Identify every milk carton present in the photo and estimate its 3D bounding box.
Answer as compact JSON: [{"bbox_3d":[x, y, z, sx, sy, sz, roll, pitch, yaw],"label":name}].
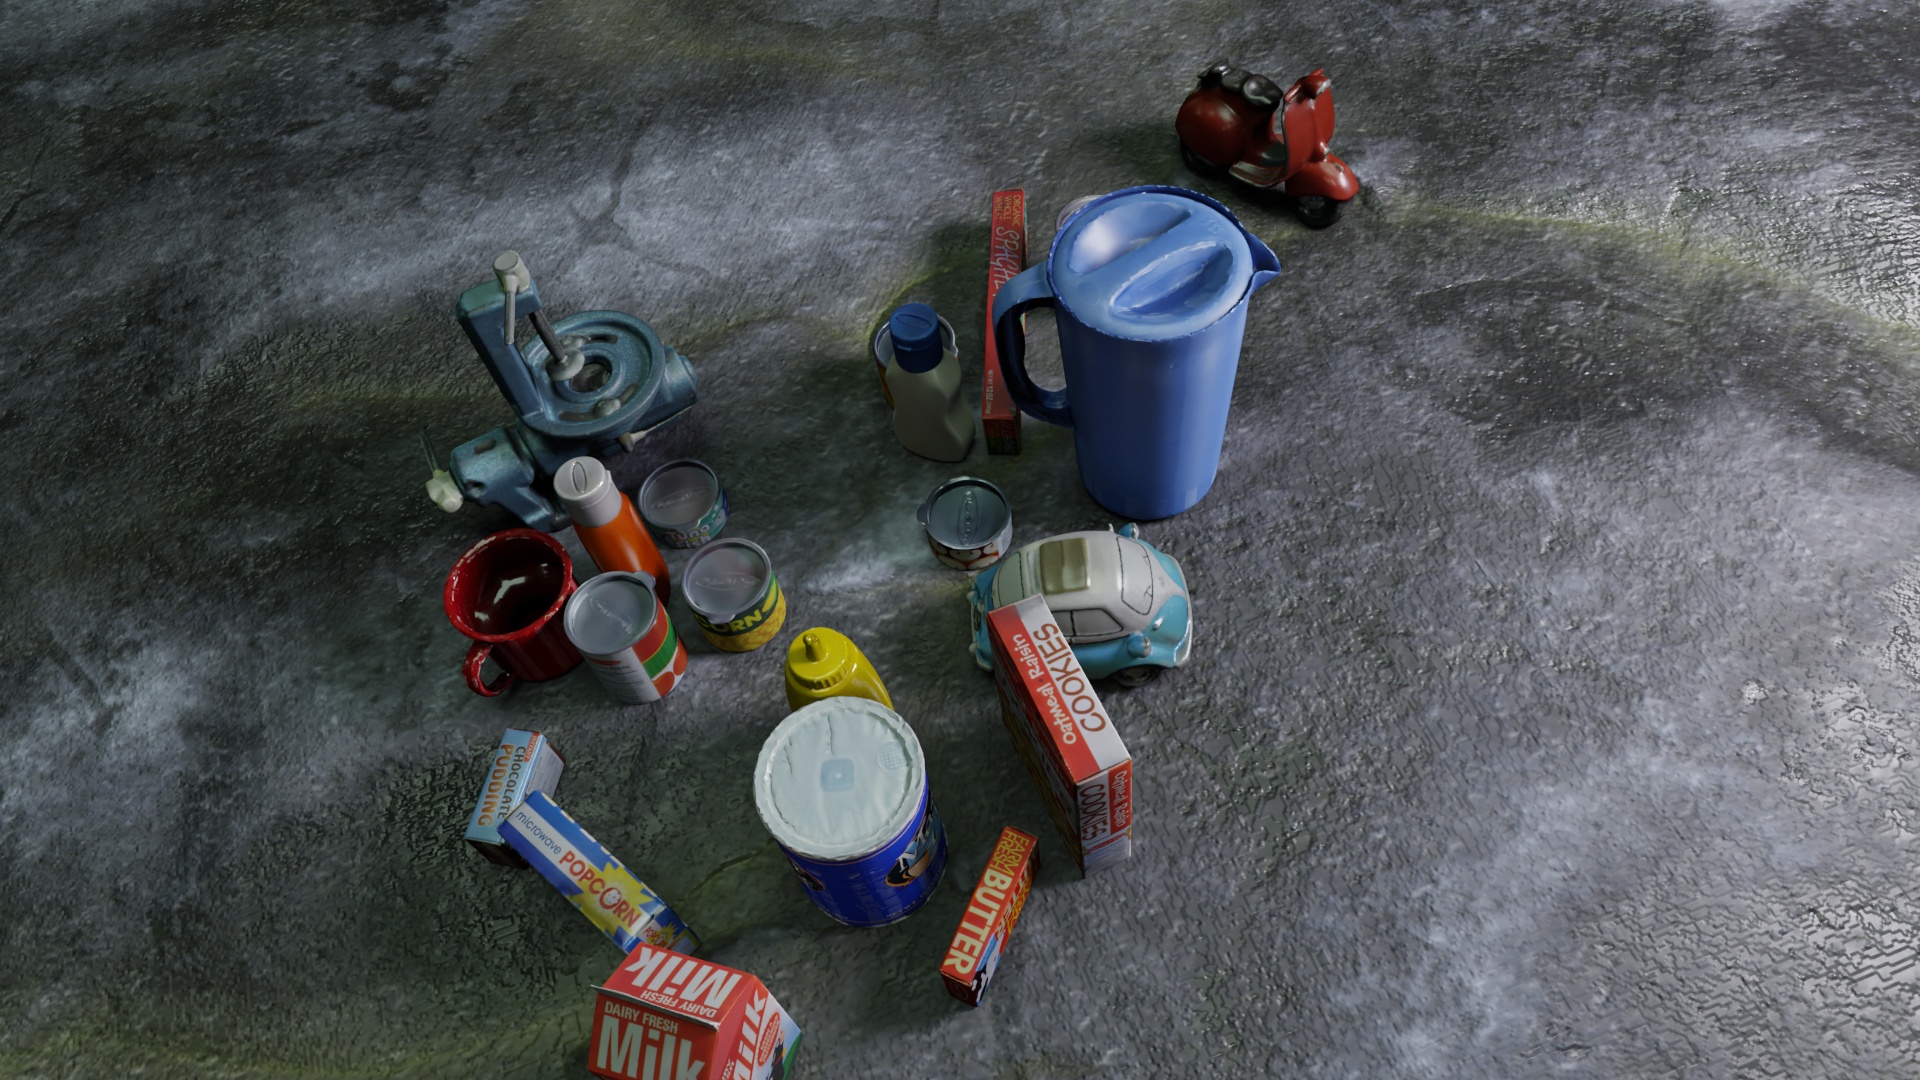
[{"bbox_3d":[-0.149,0.285,0.786,0.072,0.189,0.074,11,60,13],"label":"milk carton"}]

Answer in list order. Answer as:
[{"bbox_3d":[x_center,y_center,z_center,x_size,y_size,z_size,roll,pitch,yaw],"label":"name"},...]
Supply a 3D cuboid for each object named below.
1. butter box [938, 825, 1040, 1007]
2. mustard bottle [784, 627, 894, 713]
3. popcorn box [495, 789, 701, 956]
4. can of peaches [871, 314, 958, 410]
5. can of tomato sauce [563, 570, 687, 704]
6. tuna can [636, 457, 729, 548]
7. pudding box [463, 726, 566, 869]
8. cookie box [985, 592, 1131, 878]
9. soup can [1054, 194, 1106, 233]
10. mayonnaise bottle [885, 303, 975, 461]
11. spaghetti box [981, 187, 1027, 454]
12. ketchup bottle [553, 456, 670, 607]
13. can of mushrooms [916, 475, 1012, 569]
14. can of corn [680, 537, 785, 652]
[{"bbox_3d":[0.020,0.237,0.879,0.024,0.053,0.104,19,62,17],"label":"butter box"},{"bbox_3d":[-0.084,0.096,0.917,0.065,0.159,0.049,-30,60,-12],"label":"mustard bottle"},{"bbox_3d":[-0.233,0.223,0.897,0.127,0.084,0.038,34,67,24],"label":"popcorn box"},{"bbox_3d":[-0.032,-0.141,1.121,0.071,0.057,0.071,-3,58,5],"label":"can of peaches"},{"bbox_3d":[-0.237,0.069,0.996,0.071,0.082,0.071,-3,58,5],"label":"can of tomato sauce"},{"bbox_3d":[-0.215,-0.027,1.084,0.071,0.032,0.071,-3,58,5],"label":"tuna can"},{"bbox_3d":[-0.305,0.177,0.955,0.030,0.049,0.084,6,59,10],"label":"pudding box"},{"bbox_3d":[0.063,0.127,0.876,0.040,0.166,0.123,-23,58,-8],"label":"cookie box"},{"bbox_3d":[0.113,-0.230,1.146,0.071,0.083,0.071,-3,58,5],"label":"soup can"},{"bbox_3d":[-0.026,-0.118,1.053,0.065,0.147,0.041,17,62,17],"label":"mayonnaise bottle"},{"bbox_3d":[0.038,-0.185,1.146,0.029,0.050,0.251,-1,58,6],"label":"spaghetti box"},{"bbox_3d":[-0.251,-0.005,1.006,0.043,0.148,0.065,-18,58,-5],"label":"ketchup bottle"},{"bbox_3d":[0.004,-0.013,1.051,0.071,0.033,0.071,-3,58,5],"label":"can of mushrooms"},{"bbox_3d":[-0.166,0.043,1.019,0.071,0.058,0.071,-3,58,5],"label":"can of corn"}]
